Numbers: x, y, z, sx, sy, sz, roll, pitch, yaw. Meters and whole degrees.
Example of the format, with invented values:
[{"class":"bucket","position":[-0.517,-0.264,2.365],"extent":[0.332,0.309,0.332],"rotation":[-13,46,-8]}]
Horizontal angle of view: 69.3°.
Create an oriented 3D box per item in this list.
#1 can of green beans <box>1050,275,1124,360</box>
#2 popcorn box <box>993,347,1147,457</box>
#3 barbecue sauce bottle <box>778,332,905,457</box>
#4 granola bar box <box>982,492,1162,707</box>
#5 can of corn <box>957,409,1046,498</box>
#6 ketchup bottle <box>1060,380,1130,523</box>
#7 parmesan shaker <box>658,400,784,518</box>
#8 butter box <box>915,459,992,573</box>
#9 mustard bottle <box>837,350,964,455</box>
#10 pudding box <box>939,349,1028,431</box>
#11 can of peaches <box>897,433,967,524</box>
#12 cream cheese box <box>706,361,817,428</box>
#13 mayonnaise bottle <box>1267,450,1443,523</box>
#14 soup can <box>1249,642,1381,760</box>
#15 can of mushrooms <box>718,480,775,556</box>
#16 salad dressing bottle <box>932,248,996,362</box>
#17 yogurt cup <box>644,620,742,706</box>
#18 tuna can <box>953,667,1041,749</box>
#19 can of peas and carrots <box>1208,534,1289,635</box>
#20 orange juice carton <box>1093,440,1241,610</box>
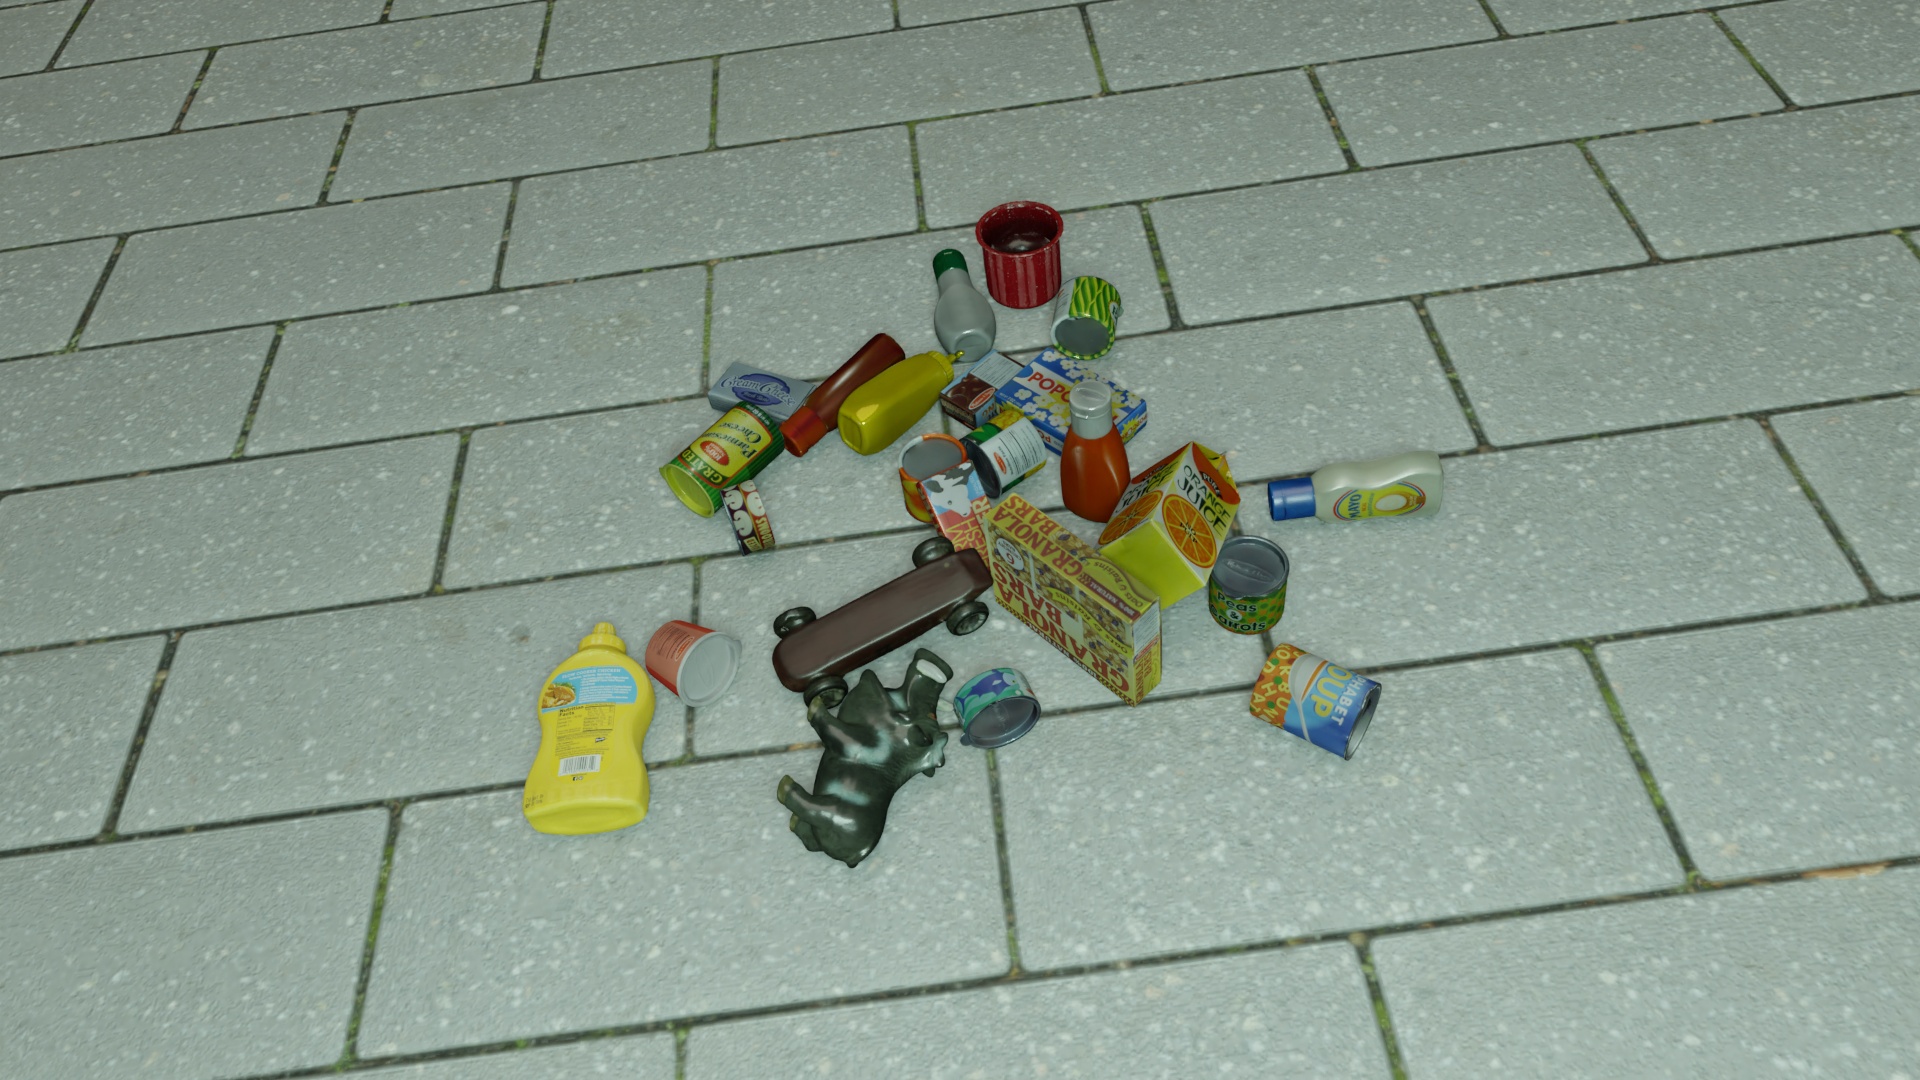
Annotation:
[{"class":"can of green beans","position":[0.128,-0.227,1.420],"extent":[0.071,0.071,0.058],"rotation":[4,52,11]},{"class":"popcorn box","position":[0.108,-0.128,1.358],"extent":[0.127,0.038,0.085],"rotation":[33,63,29]},{"class":"barbecue sauce bottle","position":[-0.120,-0.144,1.389],"extent":[0.043,0.064,0.149],"rotation":[45,70,-1]},{"class":"granola bar box","position":[0.094,0.049,1.155],"extent":[0.039,0.123,0.166],"rotation":[-39,56,-22]},{"class":"can of corn","position":[0.038,-0.083,1.313],"extent":[0.058,0.070,0.071],"rotation":[-33,54,-20]},{"class":"ketchup bottle","position":[0.119,-0.078,1.243],"extent":[0.065,0.148,0.044],"rotation":[19,57,22]},{"class":"parmesan shaker","position":[-0.230,-0.081,1.343],"extent":[0.071,0.071,0.103],"rotation":[28,59,27]},{"class":"butter box","position":[0.004,-0.016,1.249],"extent":[0.053,0.024,0.103],"rotation":[-24,90,-14]},{"class":"mustard bottle","position":[-0.053,-0.148,1.383],"extent":[0.049,0.065,0.161],"rotation":[34,56,24]},{"class":"pudding box","position":[0.024,-0.152,1.394],"extent":[0.050,0.030,0.084],"rotation":[33,62,29]},{"class":"can of peaches","position":[-0.021,-0.058,1.303],"extent":[0.071,0.057,0.071],"rotation":[-4,49,5]},{"class":"cream cheese box","position":[-0.202,-0.147,1.424],"extent":[0.104,0.024,0.053],"rotation":[18,54,21]},{"class":"mayonnaise bottle","position":[0.352,-0.043,1.242],"extent":[0.148,0.064,0.041],"rotation":[-7,47,7]},{"class":"soup can","position":[0.281,0.125,1.101],"extent":[0.084,0.071,0.072],"rotation":[25,57,25]},{"class":"can of mushrooms","position":[-0.197,-0.019,1.289],"extent":[0.033,0.070,0.071],"rotation":[-20,51,-10]},{"class":"salad dressing bottle","position":[-0.001,-0.253,1.474],"extent":[0.064,0.043,0.148],"rotation":[-11,49,-1]},{"class":"yogurt cup","position":[-0.233,0.102,1.194],"extent":[0.054,0.072,0.073],"rotation":[21,56,33]},{"class":"tuna can","position":[0.027,0.137,1.128],"extent":[0.071,0.070,0.033],"rotation":[-20,50,-9]},{"class":"can of peas and carrots","position":[0.244,0.040,1.185],"extent":[0.071,0.058,0.071],"rotation":[-4,50,5]},{"class":"orange juice carton","position":[0.183,-0.020,1.199],"extent":[0.071,0.073,0.194],"rotation":[-34,12,35]}]
